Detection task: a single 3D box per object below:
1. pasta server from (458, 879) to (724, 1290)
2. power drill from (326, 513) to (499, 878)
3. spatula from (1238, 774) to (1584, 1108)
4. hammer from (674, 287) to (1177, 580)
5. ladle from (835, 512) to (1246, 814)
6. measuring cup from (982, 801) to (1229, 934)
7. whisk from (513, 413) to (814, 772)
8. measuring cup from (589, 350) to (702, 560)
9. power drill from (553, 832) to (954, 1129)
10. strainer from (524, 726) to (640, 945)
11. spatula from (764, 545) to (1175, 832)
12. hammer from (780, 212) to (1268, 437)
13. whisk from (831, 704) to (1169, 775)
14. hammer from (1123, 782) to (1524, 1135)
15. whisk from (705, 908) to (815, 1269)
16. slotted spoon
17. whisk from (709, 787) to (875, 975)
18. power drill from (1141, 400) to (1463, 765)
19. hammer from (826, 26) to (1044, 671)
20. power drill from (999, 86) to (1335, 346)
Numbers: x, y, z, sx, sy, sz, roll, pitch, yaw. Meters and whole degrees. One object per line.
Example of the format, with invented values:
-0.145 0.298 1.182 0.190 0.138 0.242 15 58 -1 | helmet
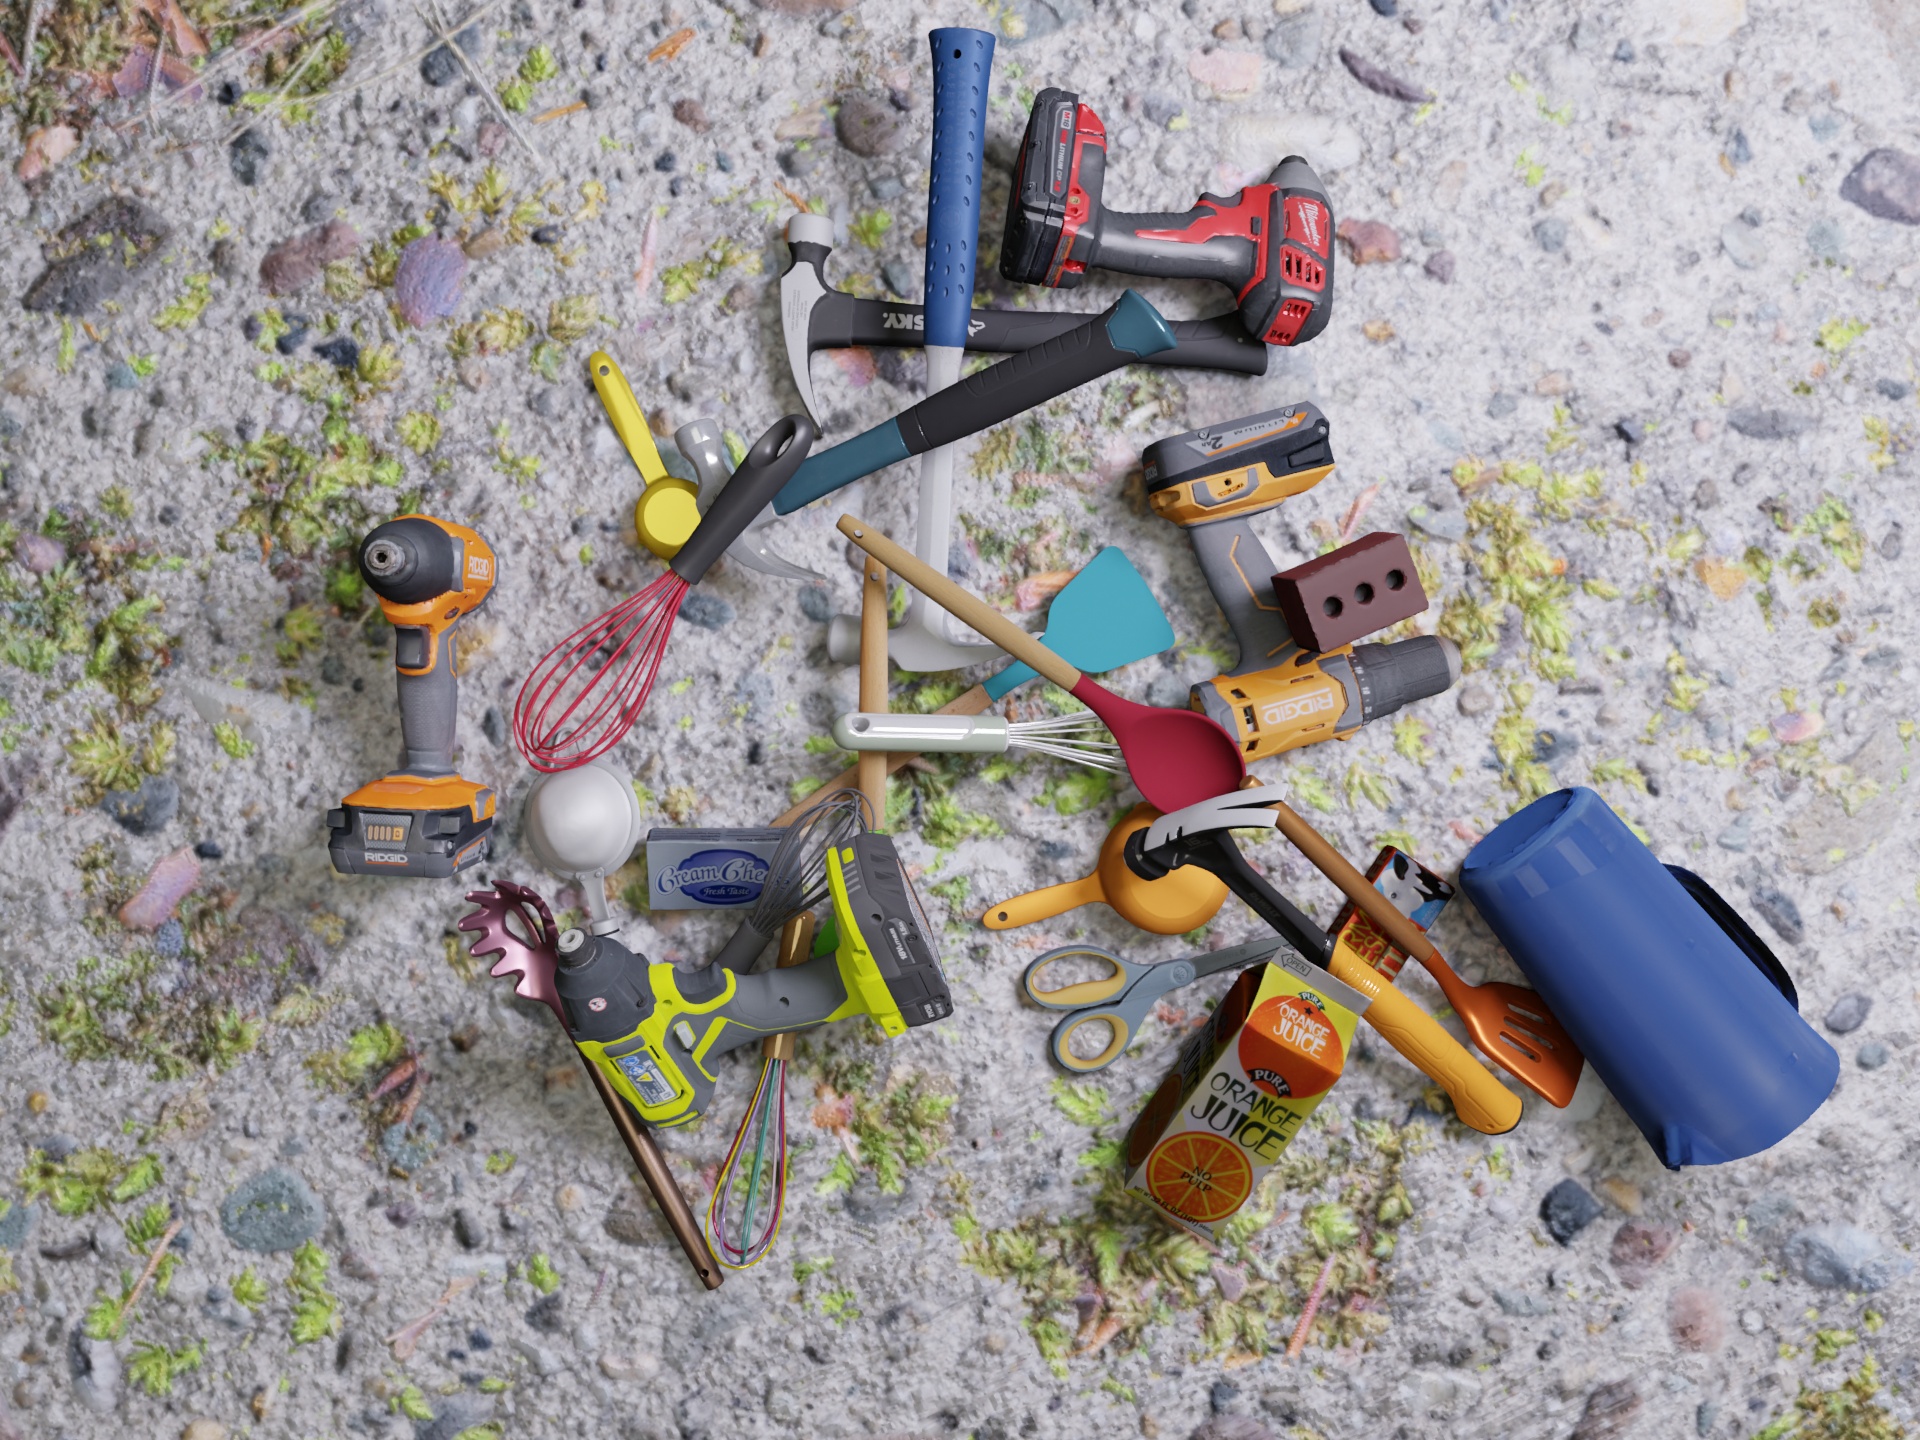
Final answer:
-0.241 0.247 1.074 0.060 0.040 0.316 -27 92 10 | pasta server
-0.347 -0.018 1.011 0.084 0.164 0.226 3 92 -2 | power drill
0.301 0.138 1.057 0.322 0.041 0.081 42 55 -18 | spatula
-0.023 -0.187 1.005 0.331 0.033 0.128 -21 91 20 | hammer
0.052 -0.038 1.022 0.315 0.031 0.069 35 101 -9 | ladle
0.100 0.114 1.077 0.173 0.052 0.095 -16 90 -4 | measuring cup
-0.191 -0.080 1.031 0.073 0.073 0.296 41 101 -1 | whisk
-0.216 -0.182 1.080 0.062 0.029 0.156 -26 93 -2 | measuring cup
-0.130 0.160 0.993 0.223 0.080 0.171 -20 131 1 | power drill
-0.242 0.132 1.075 0.087 0.050 0.258 -14 93 14 | strainer
-0.002 -0.003 1.092 0.317 0.044 0.082 -33 92 3 | spatula
0.044 -0.260 1.088 0.334 0.035 0.146 3 89 -2 | hammer
0.036 0.009 1.054 0.246 0.059 0.058 1 55 -16 | whisk
0.261 0.165 1.034 0.336 0.127 0.034 42 52 -18 | hammer
-0.131 0.249 1.076 0.047 0.051 0.245 9 86 4 | whisk
-0.061 0.047 1.061 0.070 0.031 0.313 2 98 -1 | slotted spoon
-0.131 0.140 1.052 0.055 0.055 0.239 37 107 -1 | whisk
0.229 -0.095 1.072 0.185 0.084 0.226 -15 94 -4 | power drill
-0.005 -0.231 1.032 0.144 0.035 0.405 6 101 13 | hammer
0.144 -0.338 1.062 0.219 0.078 0.143 11 65 -7 | power drill
